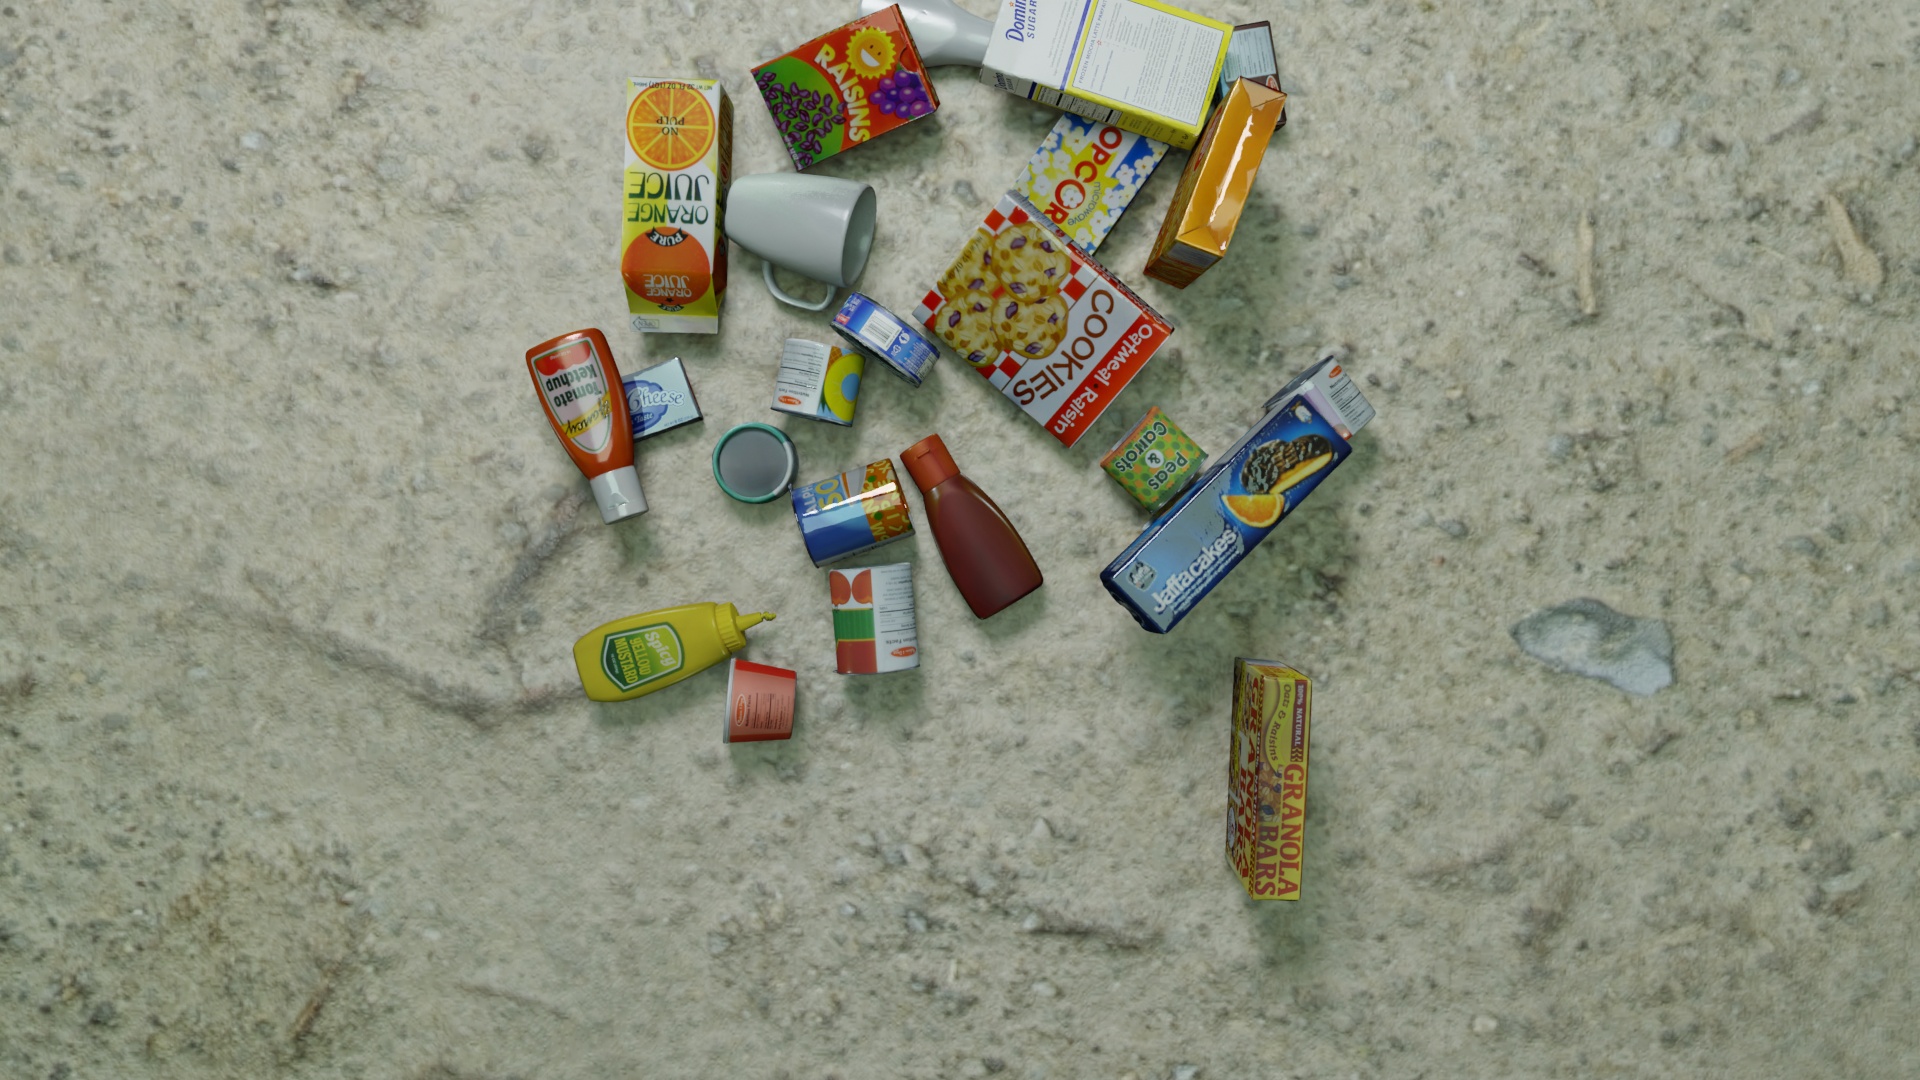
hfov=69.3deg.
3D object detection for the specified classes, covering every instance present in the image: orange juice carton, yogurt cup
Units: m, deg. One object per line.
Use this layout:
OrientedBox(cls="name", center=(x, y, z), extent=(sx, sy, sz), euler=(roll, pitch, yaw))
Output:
OrientedBox(cls="orange juice carton", center=(-0.222, -0.259, 1.092), extent=(0.072, 0.073, 0.192), euler=(2, 92, 0))
OrientedBox(cls="yogurt cup", center=(-0.159, 0.129, 1.104), extent=(0.054, 0.072, 0.072), euler=(5, 91, -8))

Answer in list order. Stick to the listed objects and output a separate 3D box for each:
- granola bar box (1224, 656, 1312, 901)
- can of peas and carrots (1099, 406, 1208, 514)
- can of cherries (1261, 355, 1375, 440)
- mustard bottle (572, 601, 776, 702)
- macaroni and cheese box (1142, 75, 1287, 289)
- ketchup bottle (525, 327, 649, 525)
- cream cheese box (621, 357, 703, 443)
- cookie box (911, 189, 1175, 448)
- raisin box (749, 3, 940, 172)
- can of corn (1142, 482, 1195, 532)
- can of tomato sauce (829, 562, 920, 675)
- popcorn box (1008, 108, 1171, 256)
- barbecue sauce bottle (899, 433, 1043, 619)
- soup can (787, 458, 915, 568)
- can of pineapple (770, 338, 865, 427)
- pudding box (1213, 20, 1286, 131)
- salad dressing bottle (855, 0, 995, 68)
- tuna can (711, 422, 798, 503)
OrientedBox(cls="granola bar box", center=(0.237, 0.180, 1.074), extent=(0.039, 0.124, 0.165), euler=(3, 92, 1))
OrientedBox(cls="can of peas and carrots", center=(0.152, -0.063, 1.096), extent=(0.059, 0.071, 0.071), euler=(43, 91, 0))
OrientedBox(cls="can of cherries", center=(0.283, -0.103, 1.100), extent=(0.071, 0.071, 0.058), euler=(-38, 92, 1))
OrientedBox(cls="mustard bottle", center=(-0.225, 0.081, 1.110), extent=(0.160, 0.049, 0.065), euler=(-18, 93, 1))
OrientedBox(cls="macaroni and cheese box", center=(0.188, -0.262, 1.044), extent=(0.040, 0.166, 0.123), euler=(22, 92, -1))
OrientedBox(cls="ketchup bottle", center=(-0.285, -0.087, 1.084), extent=(0.065, 0.043, 0.148), euler=(-20, 91, 0))
OrientedBox(cls="cream cheese box", center=(-0.265, -0.106, 1.119), extent=(0.104, 0.024, 0.053), euler=(-19, 90, 0))
OrientedBox(cls="cookie box", center=(0.065, -0.172, 1.090), extent=(0.167, 0.040, 0.122), euler=(40, 113, -1))
OrientedBox(cls="raisin box", center=(-0.089, -0.353, 1.083), extent=(0.123, 0.040, 0.086), euler=(-20, 109, 12))
OrientedBox(cls="can of corn", center=(0.188, -0.009, 1.099), extent=(0.071, 0.071, 0.058), euler=(-40, 91, 1))
OrientedBox(cls="can of tomato sauce", center=(-0.070, 0.062, 1.102), extent=(0.071, 0.071, 0.083), euler=(-5, 91, 0))
OrientedBox(cls="popcorn box", center=(0.097, -0.286, 1.108), extent=(0.085, 0.038, 0.126), euler=(36, 91, -1))
OrientedBox(cls="barbecue sauce bottle", center=(0.004, -0.014, 1.111), extent=(0.065, 0.043, 0.148), euler=(-31, 90, 1))
OrientedBox(cls="soup can", center=(-0.086, -0.024, 1.099), extent=(0.084, 0.071, 0.071), euler=(-19, 91, 0))
OrientedBox(cls="can of pineapple", center=(-0.111, -0.124, 1.099), extent=(0.071, 0.071, 0.058), euler=(12, 91, 0))
OrientedBox(cls="pudding box", center=(0.227, -0.367, 1.111), extent=(0.050, 0.030, 0.083), euler=(-10, 91, -1))
OrientedBox(cls="salad dressing bottle", center=(-0.008, -0.402, 1.104), extent=(0.148, 0.044, 0.064), euler=(15, 95, -1))
OrientedBox(cls="tuna can", center=(-0.167, -0.063, 1.115), extent=(0.071, 0.033, 0.071), euler=(0, 91, 0))
